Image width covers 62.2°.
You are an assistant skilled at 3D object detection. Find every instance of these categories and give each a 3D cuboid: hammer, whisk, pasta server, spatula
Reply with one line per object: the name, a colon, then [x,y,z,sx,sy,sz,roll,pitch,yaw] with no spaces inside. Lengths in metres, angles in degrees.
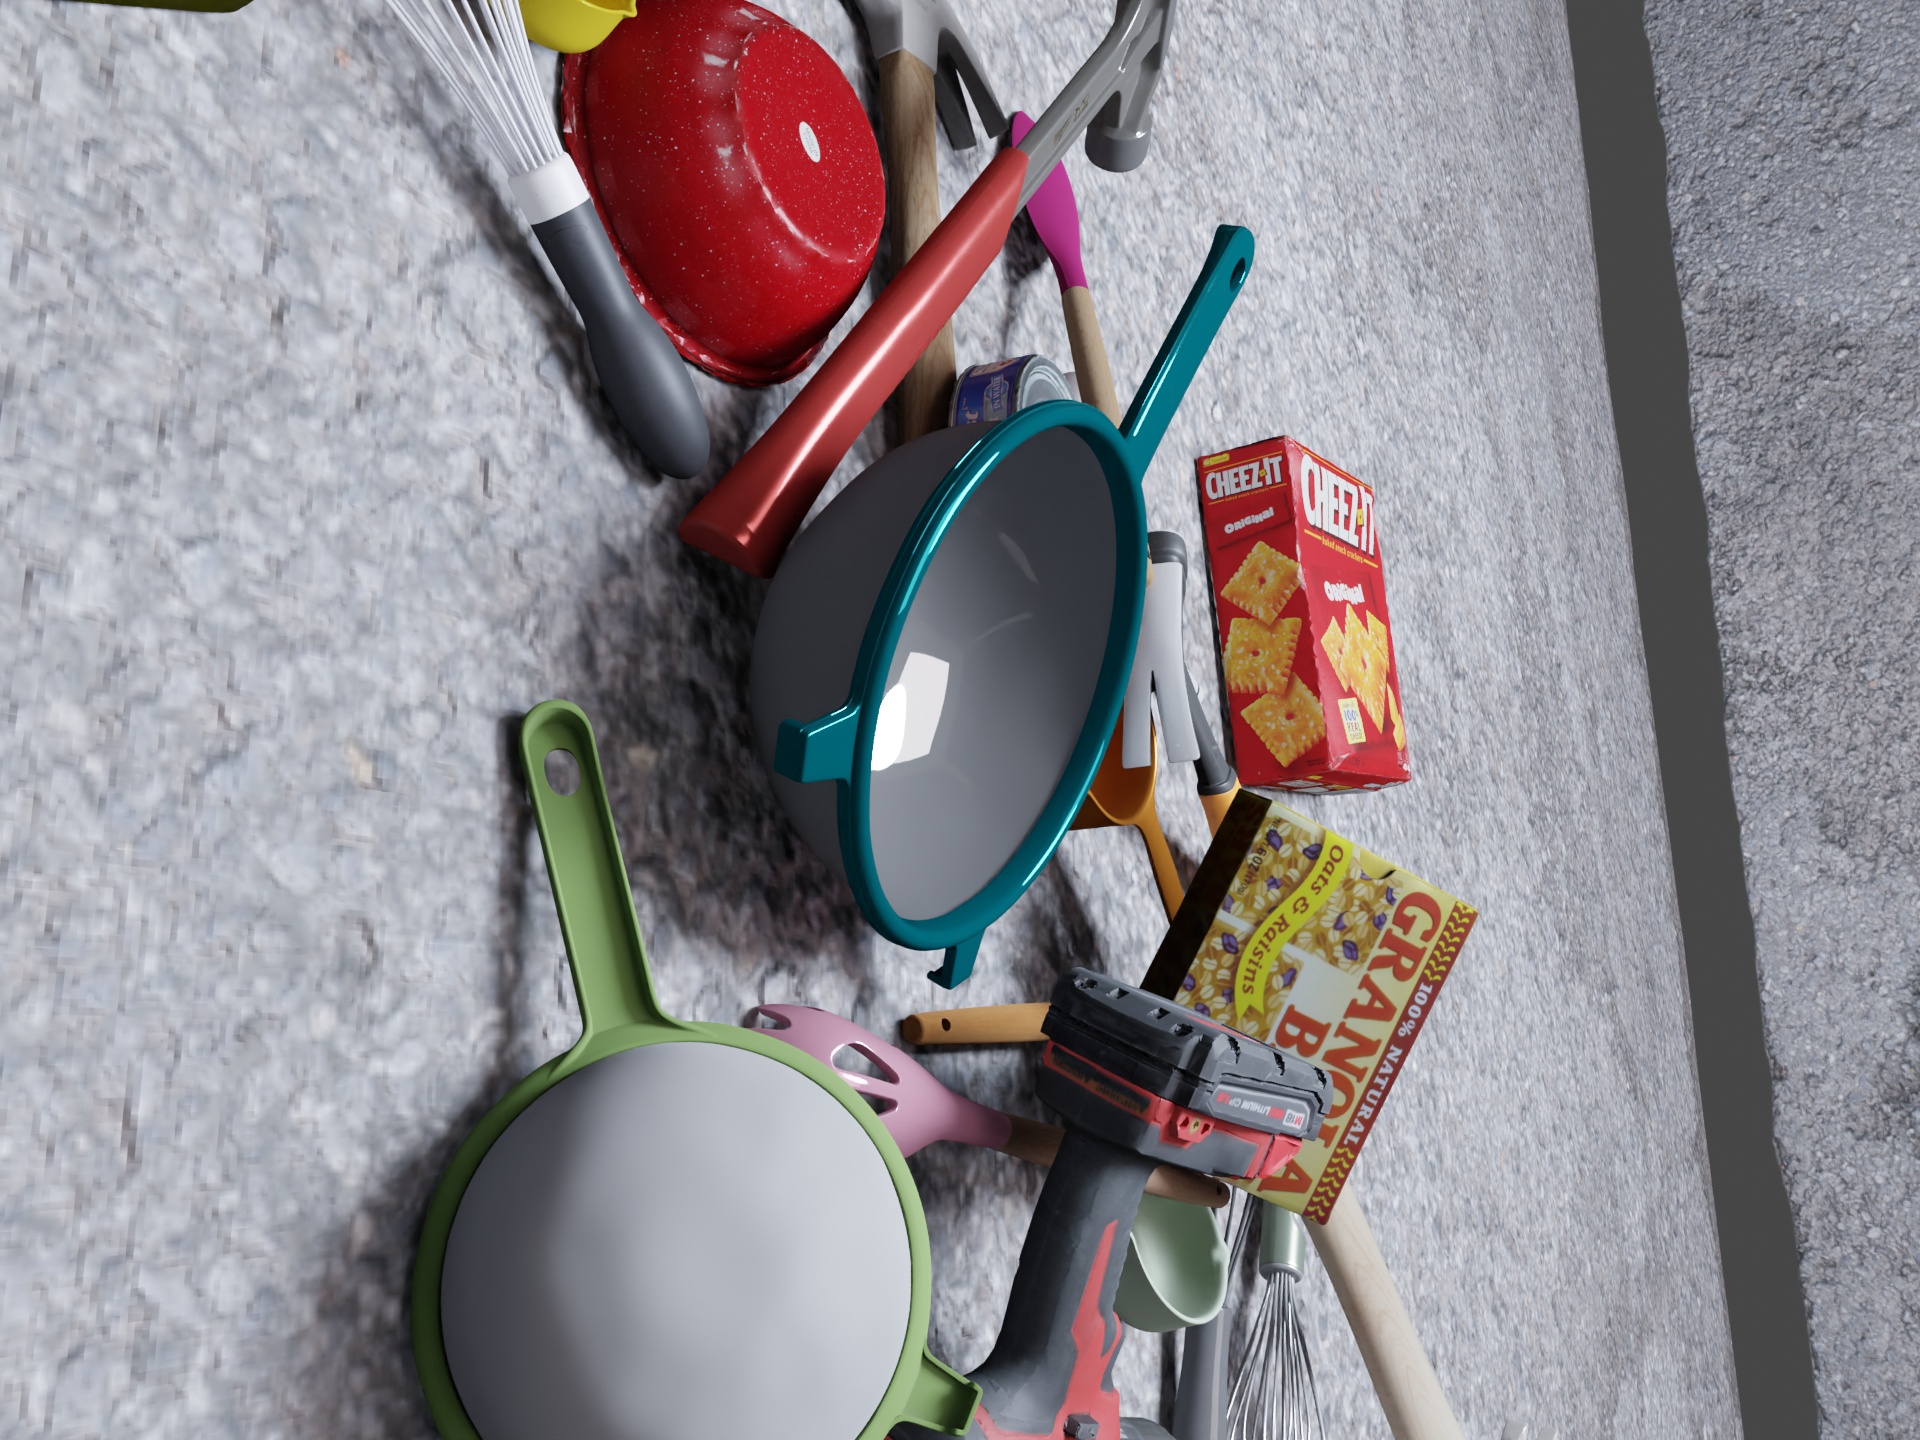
hammer: [0.211,0.283,0.831,0.146,0.038,0.410,-39,110,-40]
whisk: [-0.149,-0.202,0.512,0.070,0.070,0.284,-59,135,-46]
whisk: [0.123,0.298,0.807,0.055,0.055,0.239,29,63,-51]
whisk: [0.178,0.315,0.883,0.057,0.059,0.247,56,35,-37]
hammer: [0.142,0.052,0.845,0.336,0.034,0.127,58,28,-50]
pasta server: [0.025,0.176,0.666,0.316,0.040,0.060,30,57,-46]
spatula: [0.086,0.142,0.776,0.322,0.041,0.081,10,64,-51]
hammer: [-0.017,-0.194,0.732,0.130,0.031,0.331,9,74,-56]
hammer: [0.000,-0.199,0.650,0.359,0.037,0.149,-56,165,-27]

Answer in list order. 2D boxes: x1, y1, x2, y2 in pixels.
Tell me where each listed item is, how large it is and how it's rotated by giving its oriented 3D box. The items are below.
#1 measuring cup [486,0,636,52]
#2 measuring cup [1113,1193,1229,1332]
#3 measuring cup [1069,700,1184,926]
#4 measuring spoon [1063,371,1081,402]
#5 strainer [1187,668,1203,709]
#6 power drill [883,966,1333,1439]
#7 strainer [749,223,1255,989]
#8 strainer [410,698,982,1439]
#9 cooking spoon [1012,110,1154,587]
measuring cup: [-0.135,-0.284,0.583,0.062,0.029,0.157,42,32,-19]
measuring cup: [0.085,0.216,0.783,0.083,0.038,0.168,29,40,-39]
measuring cup: [0.068,0.046,0.780,0.095,0.052,0.173,-50,125,-51]
measuring spoon: [0.081,-0.133,0.878,0.034,0.018,0.124,-31,109,-56]
strainer: [0.082,-0.071,0.848,0.258,0.050,0.087,47,30,-46]
power drill: [0.067,0.230,0.645,0.187,0.080,0.227,28,84,-47]
strainer: [0.014,-0.078,0.634,0.340,0.095,0.210,-61,152,-21]
strainer: [-0.089,0.105,0.456,0.151,0.069,0.256,-11,73,-21]
cooking spoon: [0.063,-0.197,0.806,0.068,0.017,0.319,36,38,-49]
